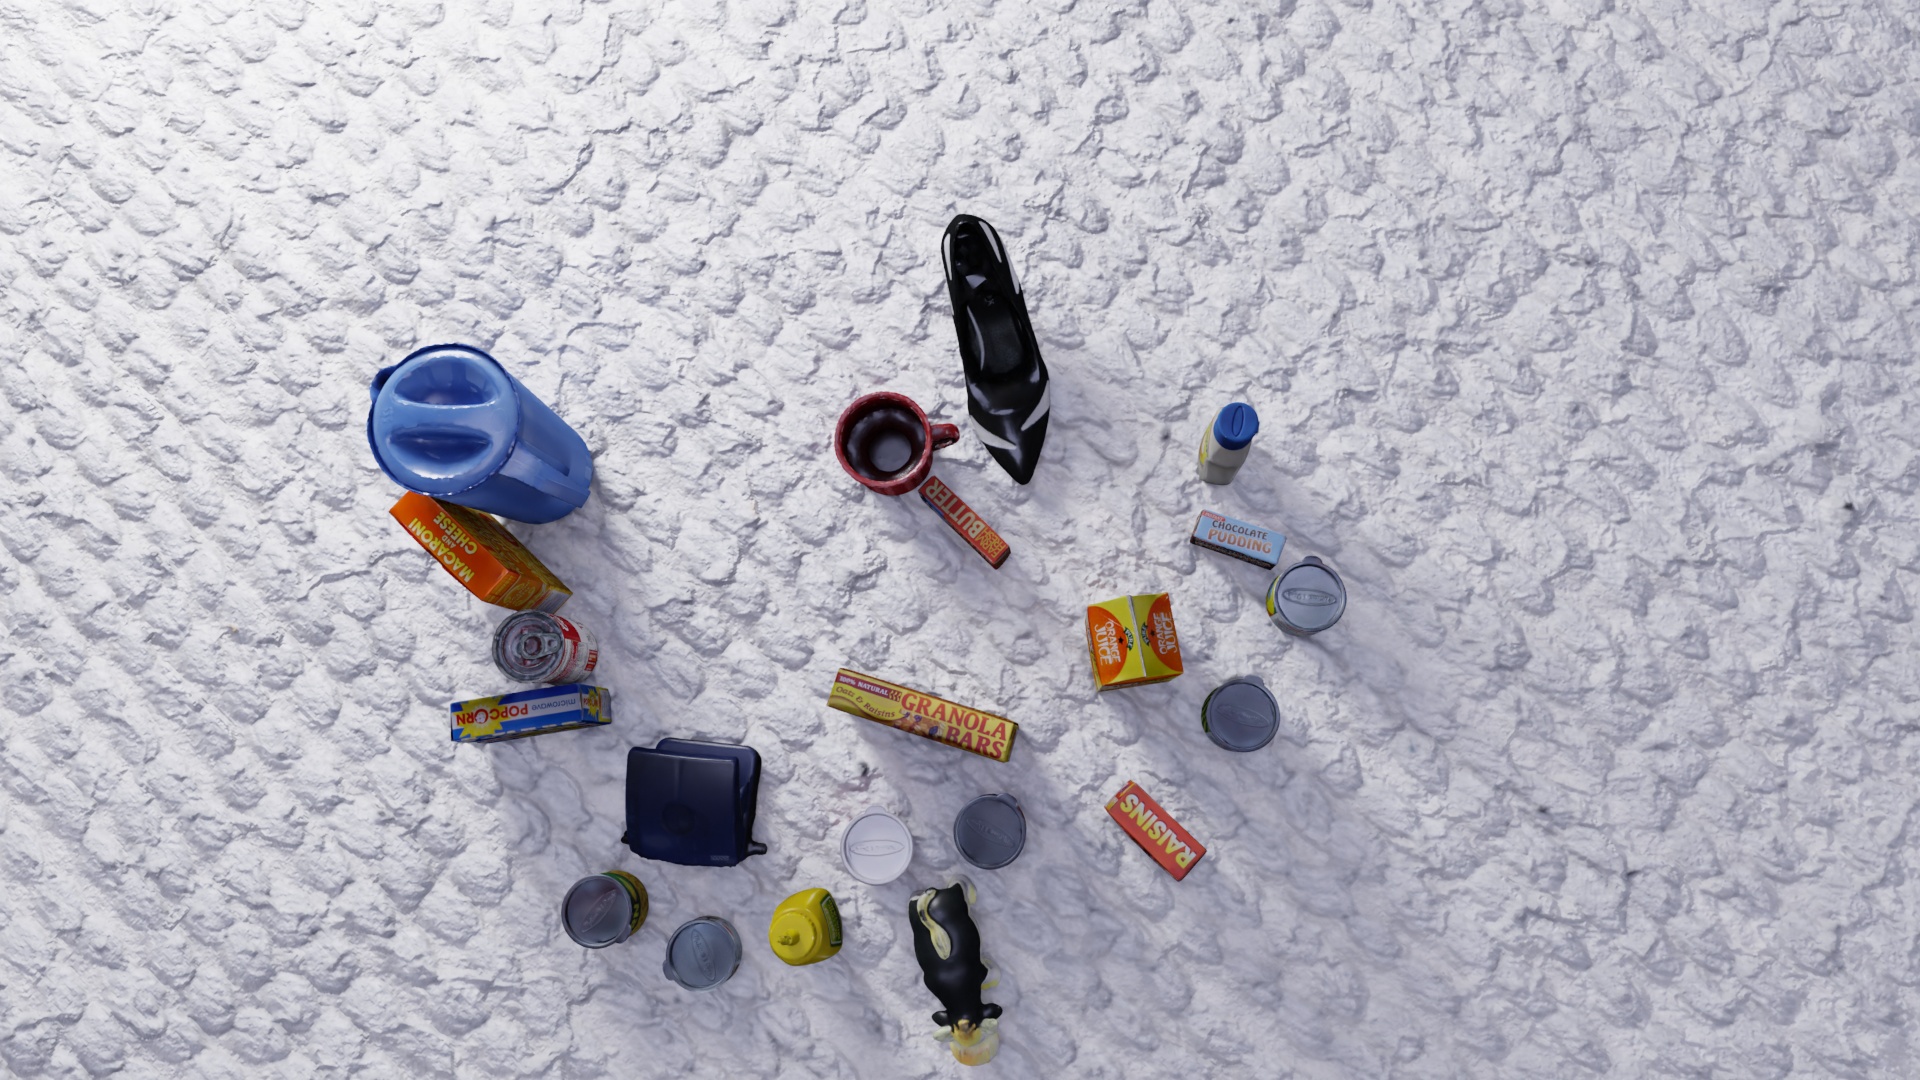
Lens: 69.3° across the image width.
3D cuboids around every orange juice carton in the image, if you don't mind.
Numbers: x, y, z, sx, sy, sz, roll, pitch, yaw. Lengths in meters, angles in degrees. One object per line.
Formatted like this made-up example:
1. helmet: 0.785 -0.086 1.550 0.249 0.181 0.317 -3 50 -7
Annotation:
1. orange juice carton: 0.153 0.092 1.235 0.073 0.192 0.072 -10 81 3

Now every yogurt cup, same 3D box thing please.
1. yogurt cup: -0.075 0.284 1.290 0.072 0.054 0.072 -1 81 4

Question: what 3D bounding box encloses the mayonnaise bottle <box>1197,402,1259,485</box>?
1. mayonnaise bottle: 0.247 -0.093 1.282 0.041 0.148 0.065 9 82 5

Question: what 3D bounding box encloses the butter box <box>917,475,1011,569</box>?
1. butter box: 0.005 -0.017 1.334 0.103 0.053 0.024 44 87 9

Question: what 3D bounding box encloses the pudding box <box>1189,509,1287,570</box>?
1. pudding box: 0.263 -0.001 1.315 0.084 0.049 0.030 19 83 7

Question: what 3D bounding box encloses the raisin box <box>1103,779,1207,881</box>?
1. raisin box: 0.172 0.257 1.242 0.086 0.123 0.040 44 87 9

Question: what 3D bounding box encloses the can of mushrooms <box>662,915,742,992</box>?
1. can of mushrooms: -0.241 0.386 1.295 0.071 0.033 0.071 -1 81 4

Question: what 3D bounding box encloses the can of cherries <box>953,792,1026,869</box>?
1. can of cherries: 0.030 0.266 1.283 0.071 0.058 0.071 -1 81 4

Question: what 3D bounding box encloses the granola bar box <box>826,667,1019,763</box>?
1. granola bar box: -0.031 0.160 1.271 0.166 0.124 0.039 17 83 6

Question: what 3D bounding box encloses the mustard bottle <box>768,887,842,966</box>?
1. mustard bottle: -0.139 0.347 1.230 0.049 0.160 0.065 -17 81 1

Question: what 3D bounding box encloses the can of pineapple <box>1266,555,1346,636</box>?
1. can of pineapple: 0.323 0.054 1.298 0.071 0.058 0.071 -1 81 4

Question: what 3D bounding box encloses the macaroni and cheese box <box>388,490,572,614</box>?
1. macaroni and cheese box: -0.446 0.014 1.302 0.124 0.166 0.040 41 86 9

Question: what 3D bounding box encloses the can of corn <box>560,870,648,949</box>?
1. can of corn: -0.328 0.345 1.295 0.071 0.058 0.071 -1 81 4

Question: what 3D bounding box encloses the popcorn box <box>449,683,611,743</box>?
1. popcorn box: -0.405 0.164 1.316 0.127 0.085 0.038 -9 81 2

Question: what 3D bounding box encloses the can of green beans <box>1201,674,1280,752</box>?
1. can of green beans: 0.258 0.163 1.285 0.071 0.057 0.071 -1 81 4
